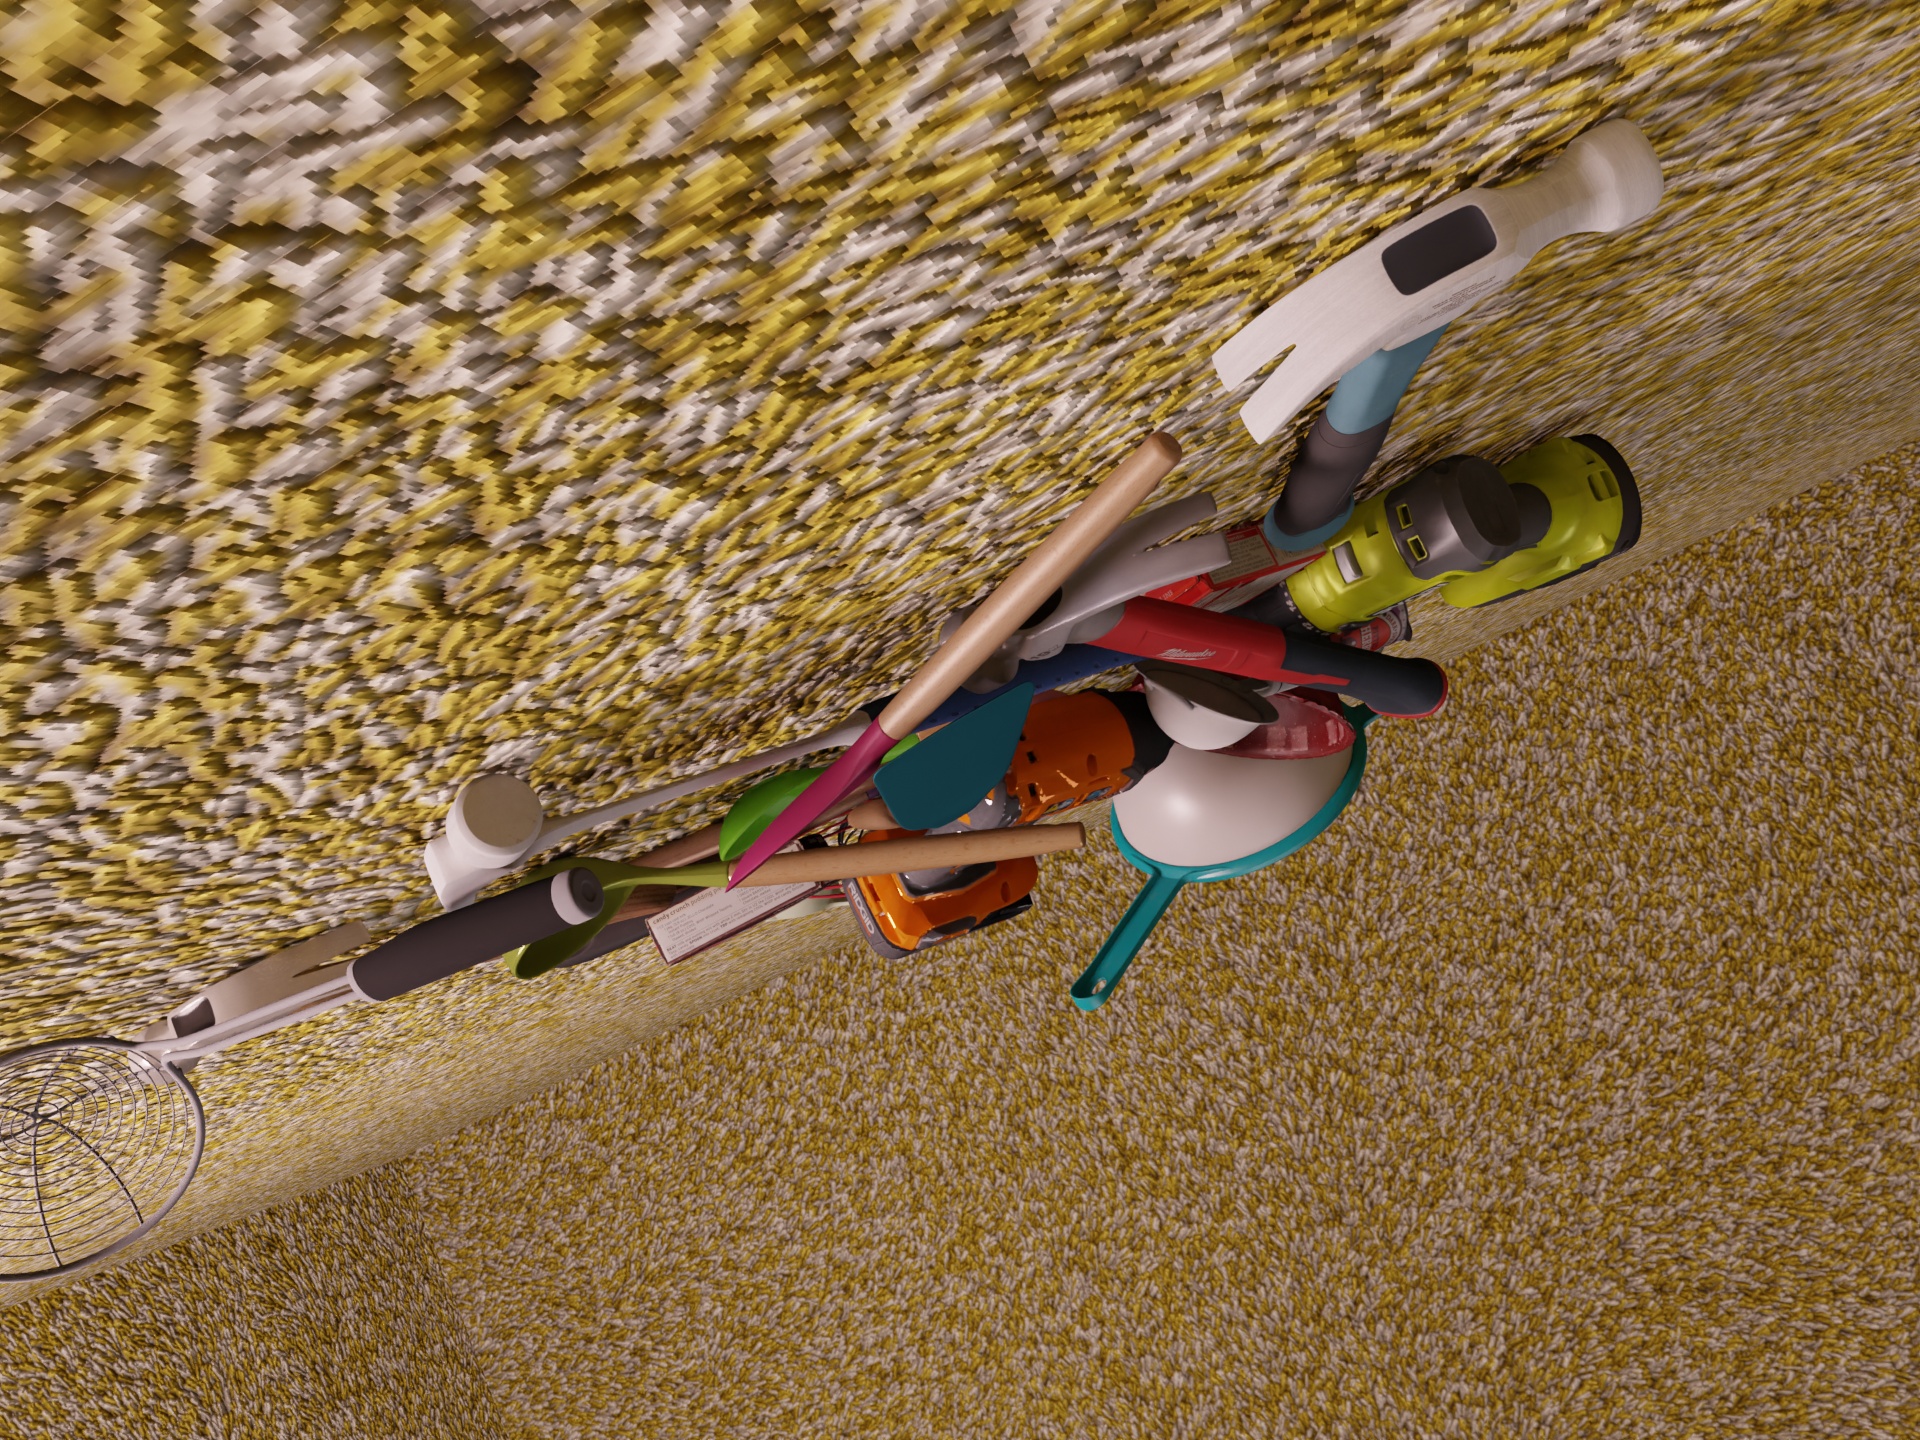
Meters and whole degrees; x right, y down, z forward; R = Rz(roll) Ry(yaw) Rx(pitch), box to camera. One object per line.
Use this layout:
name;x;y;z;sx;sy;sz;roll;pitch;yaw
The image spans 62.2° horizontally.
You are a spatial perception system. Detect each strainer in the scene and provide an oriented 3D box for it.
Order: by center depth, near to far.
strainer;0.177;-0.020;0.945;0.258;0.087;0.050;-15;128;-49
strainer;0.161;0.060;1.189;0.211;0.095;0.340;4;-135;45

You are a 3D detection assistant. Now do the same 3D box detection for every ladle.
ladle;-0.091;0.089;0.821;0.320;0.062;0.078;-8;175;14

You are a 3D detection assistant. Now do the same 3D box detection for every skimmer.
skimmer;-0.306;0.156;0.689;0.363;0.090;0.127;-22;135;21

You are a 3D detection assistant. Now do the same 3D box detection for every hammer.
hammer;0.155;-0.118;0.616;0.128;0.033;0.331;-26;172;2
hammer;-0.061;0.008;0.770;0.405;0.035;0.144;-19;170;-33
hammer;0.167;-0.040;0.804;0.143;0.038;0.386;-25;160;36
hammer;-0.280;0.126;0.895;0.130;0.031;0.331;-29;171;31

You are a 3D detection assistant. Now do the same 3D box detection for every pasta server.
pasta server;-0.062;0.045;0.991;0.316;0.040;0.060;-22;163;-13

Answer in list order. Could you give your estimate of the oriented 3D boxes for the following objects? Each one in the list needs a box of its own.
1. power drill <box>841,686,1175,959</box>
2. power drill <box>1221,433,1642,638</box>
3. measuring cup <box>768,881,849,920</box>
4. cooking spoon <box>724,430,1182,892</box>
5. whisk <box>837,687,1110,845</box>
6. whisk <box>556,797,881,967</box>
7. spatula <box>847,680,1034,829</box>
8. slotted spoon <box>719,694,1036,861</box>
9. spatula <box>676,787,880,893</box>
power drill;0.034;0.056;0.967;0.164;0.084;0.226;-15;159;-33
power drill;0.274;-0.099;0.934;0.228;0.080;0.190;-15;172;-40
measuring cup;-0.084;0.113;1.149;0.167;0.038;0.083;-3;-167;18
cooking spoon;-0.015;-0.012;0.667;0.318;0.017;0.069;-44;177;38
whisk;0.009;0.041;1.162;0.239;0.055;0.055;-32;170;14
whisk;-0.150;0.113;1.095;0.296;0.073;0.073;-19;171;-4
spatula;-0.030;0.035;0.824;0.082;0.044;0.317;-31;-178;-15
slotted spoon;-0.001;-0.003;0.909;0.314;0.031;0.070;-26;172;-1
spatula;-0.087;0.057;1.058;0.316;0.018;0.059;-26;170;-2
